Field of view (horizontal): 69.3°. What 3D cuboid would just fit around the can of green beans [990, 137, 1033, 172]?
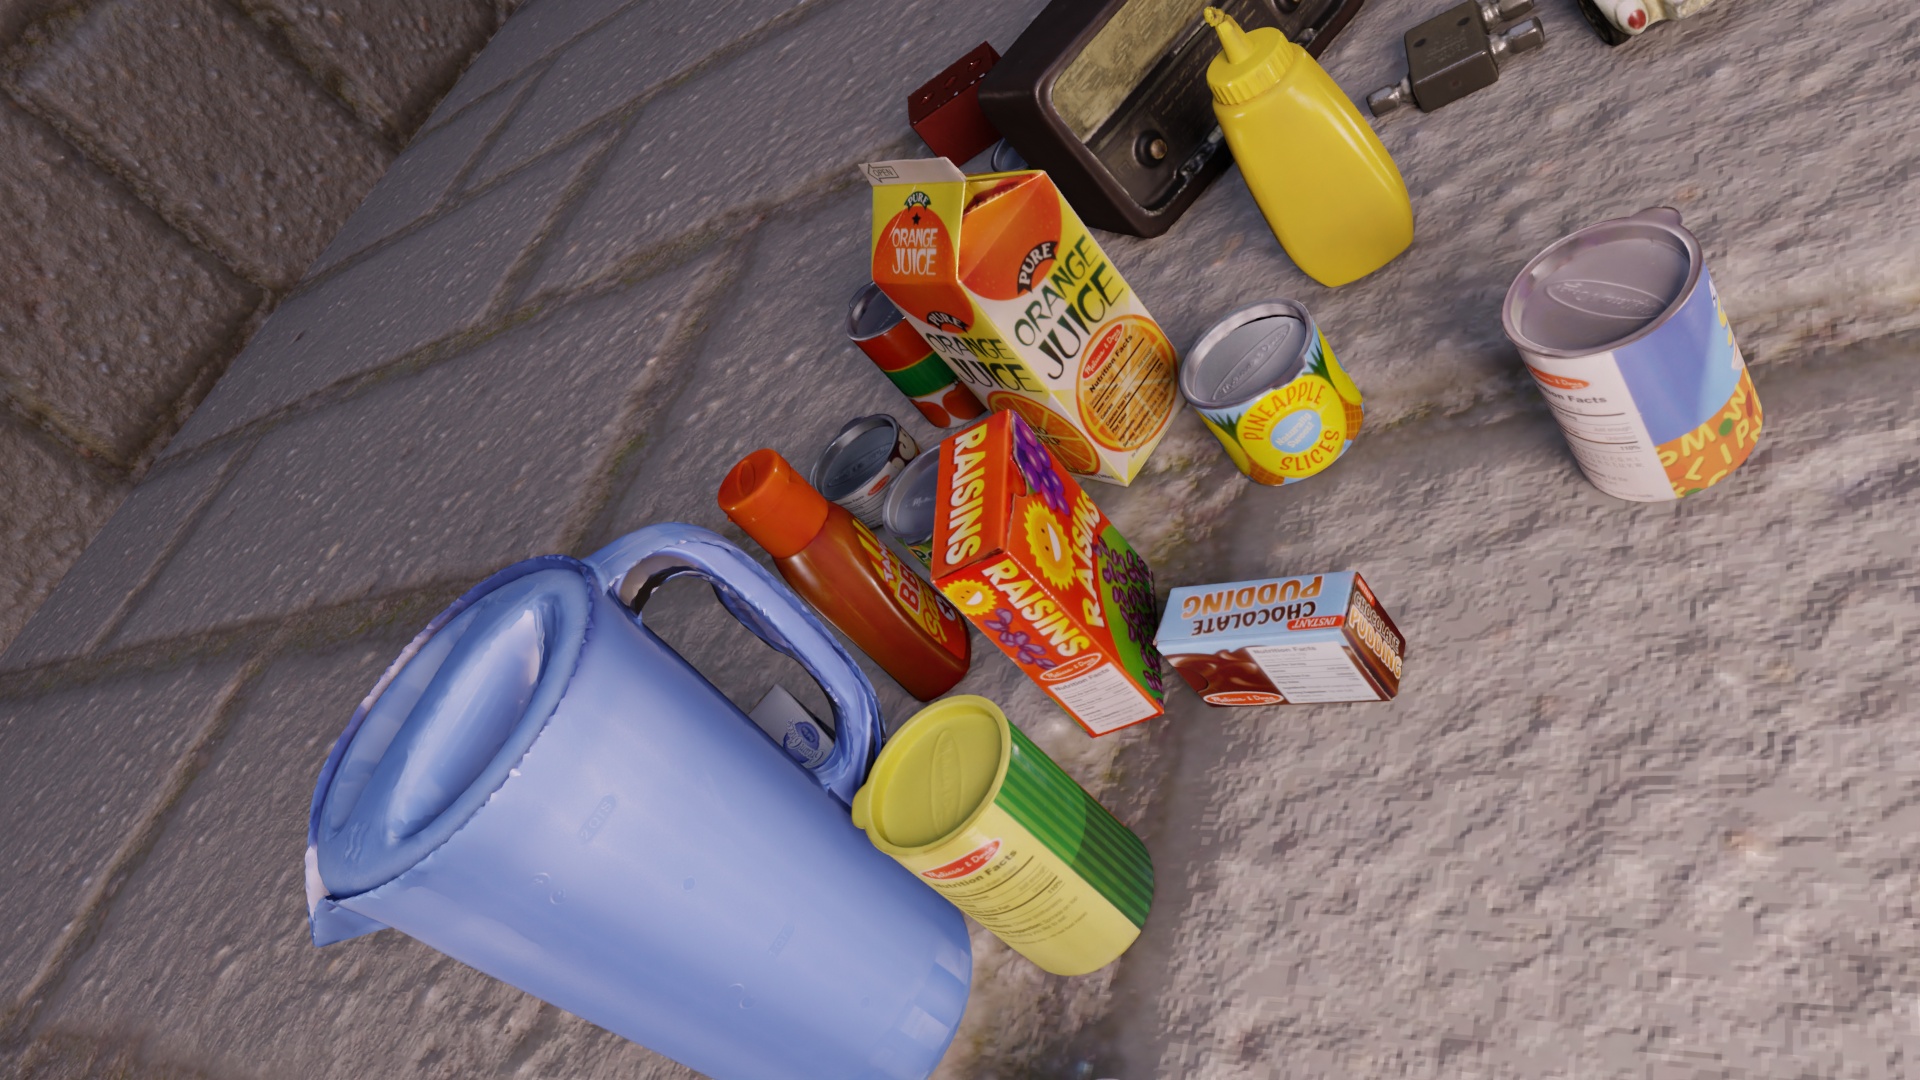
[{"bbox_3d":[0.063,-0.240,0.897,0.071,0.057,0.071,-27,38,24],"label":"can of green beans"}]

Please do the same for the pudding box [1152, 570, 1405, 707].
[{"bbox_3d":[0.124,0.040,0.546,0.083,0.049,0.030,-9,48,40],"label":"pudding box"}]

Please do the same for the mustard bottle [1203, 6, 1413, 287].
[{"bbox_3d":[0.158,-0.193,0.659,0.065,0.160,0.049,-28,38,23],"label":"mustard bottle"}]

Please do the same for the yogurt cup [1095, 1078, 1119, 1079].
[{"bbox_3d":[0.053,0.215,0.431,0.072,0.054,0.073,-27,38,24],"label":"yogurt cup"}]

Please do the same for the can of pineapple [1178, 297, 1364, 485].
[{"bbox_3d":[0.142,-0.066,0.632,0.071,0.057,0.071,-27,38,24],"label":"can of pineapple"}]

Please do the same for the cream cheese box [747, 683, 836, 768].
[{"bbox_3d":[-0.059,0.110,0.657,0.024,0.053,0.104,-48,34,-5],"label":"cream cheese box"}]

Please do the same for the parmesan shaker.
[{"bbox_3d":[0.018,0.114,0.529,0.071,0.103,0.072,-27,38,24],"label":"parmesan shaker"}]

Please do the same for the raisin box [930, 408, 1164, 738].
[{"bbox_3d":[0.039,0.015,0.594,0.040,0.123,0.086,-25,39,27],"label":"raisin box"}]

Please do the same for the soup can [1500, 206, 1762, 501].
[{"bbox_3d":[0.246,-0.066,0.503,0.071,0.083,0.072,-27,38,24],"label":"soup can"}]

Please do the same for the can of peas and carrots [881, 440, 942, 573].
[{"bbox_3d":[0.003,-0.009,0.714,0.071,0.058,0.071,-27,38,24],"label":"can of peas and carrots"}]

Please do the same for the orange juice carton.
[{"bbox_3d":[0.028,-0.116,0.682,0.072,0.192,0.073,16,66,52],"label":"orange juice carton"}]

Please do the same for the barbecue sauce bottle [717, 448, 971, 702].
[{"bbox_3d":[-0.054,0.015,0.667,0.043,0.148,0.065,-36,35,13],"label":"barbecue sauce bottle"}]

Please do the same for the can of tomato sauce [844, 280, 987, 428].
[{"bbox_3d":[-0.019,-0.117,0.829,0.071,0.083,0.071,-27,38,24],"label":"can of tomato sauce"}]

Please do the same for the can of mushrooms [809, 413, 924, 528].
[{"bbox_3d":[-0.054,-0.042,0.830,0.071,0.033,0.071,-27,38,23],"label":"can of mushrooms"}]
